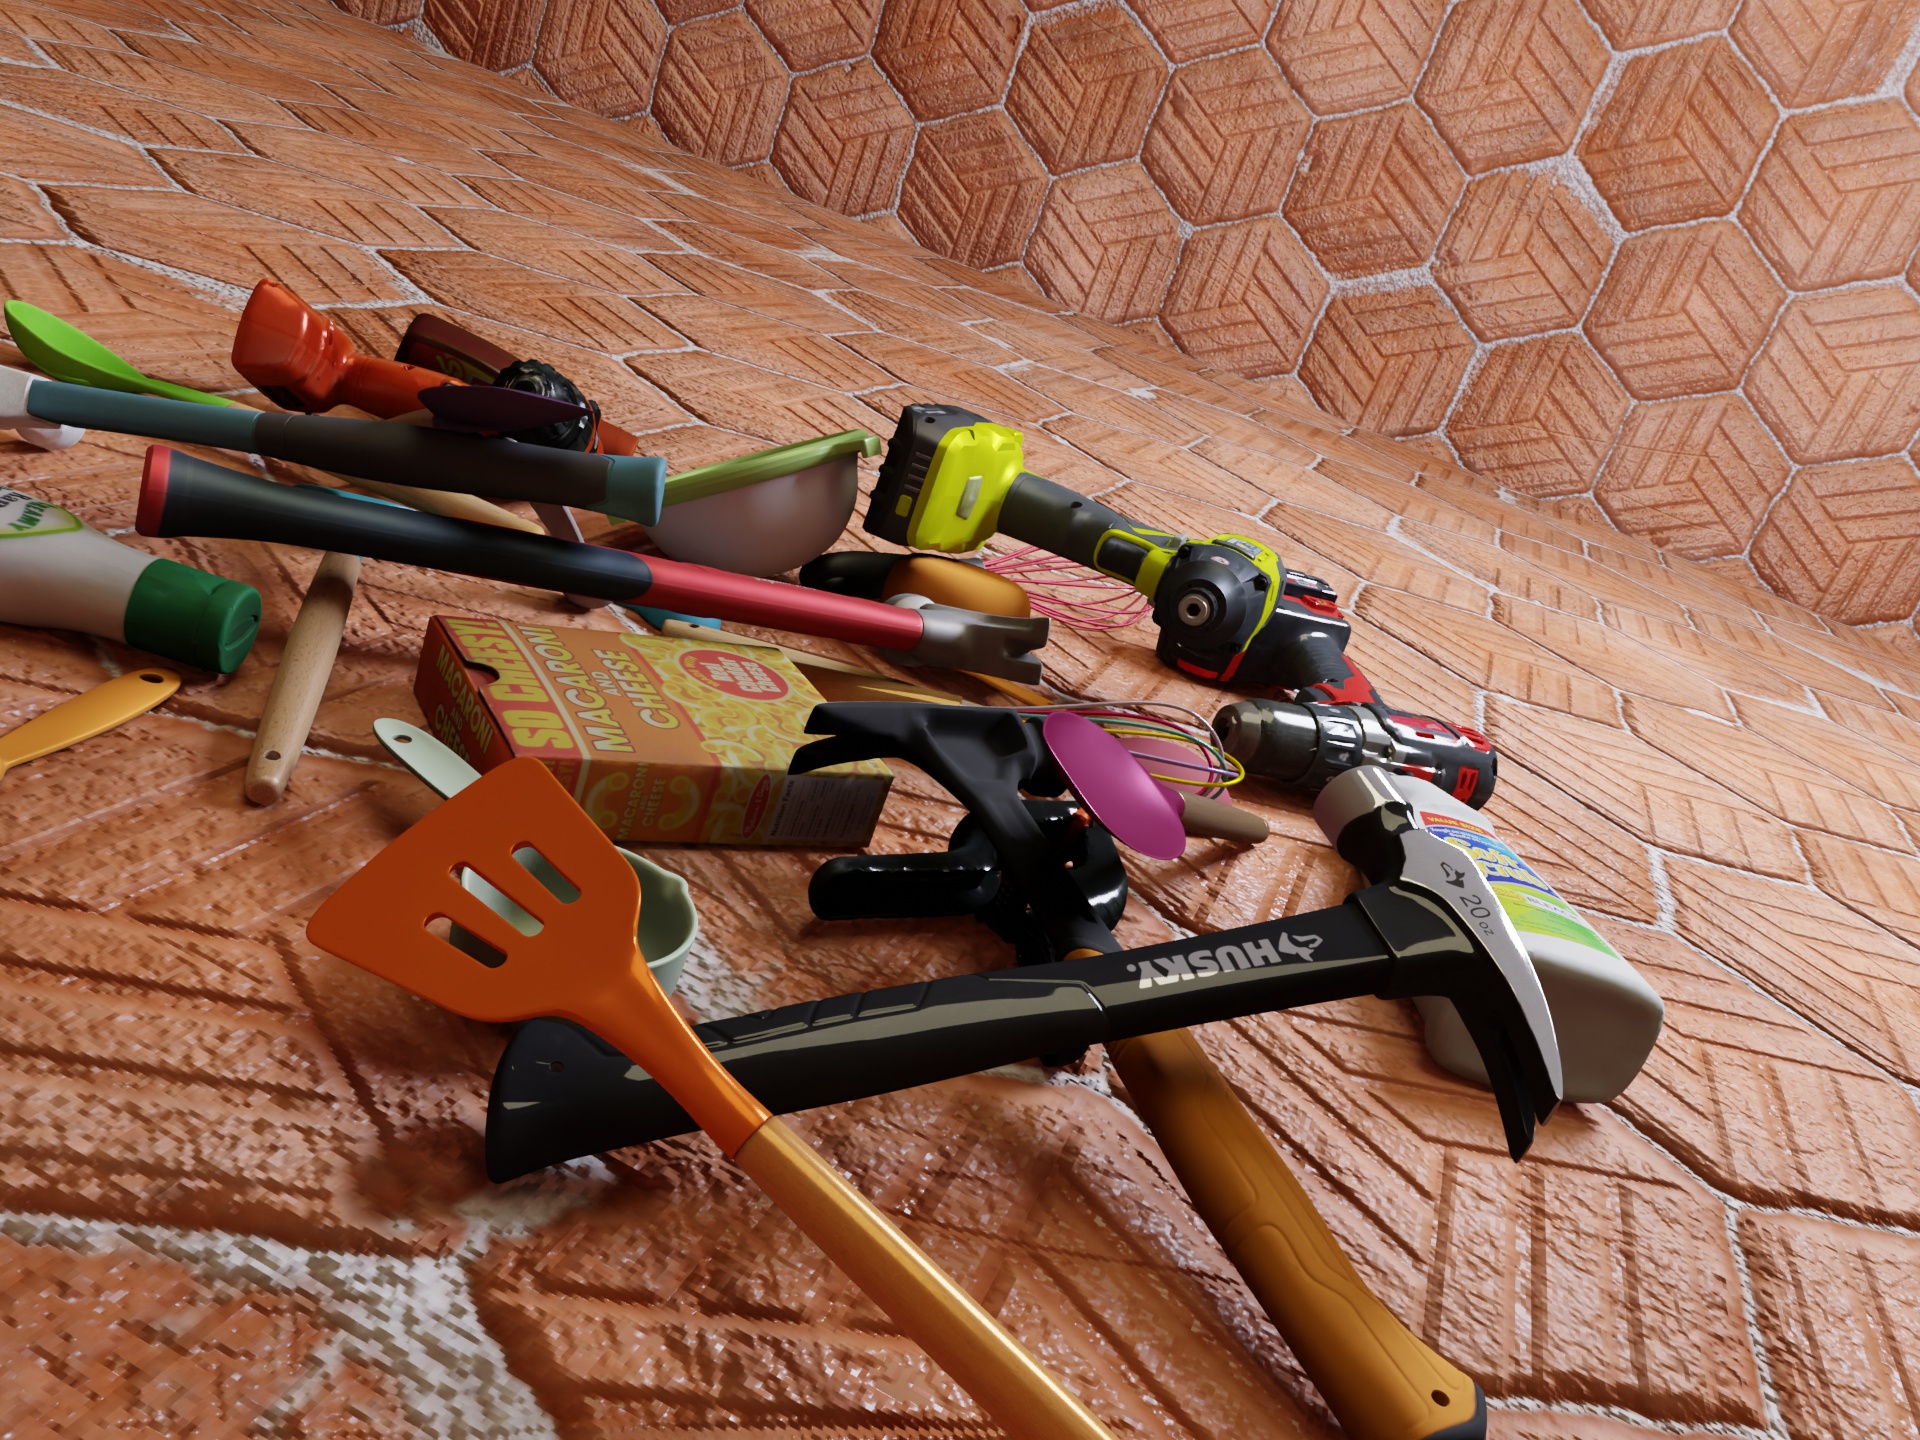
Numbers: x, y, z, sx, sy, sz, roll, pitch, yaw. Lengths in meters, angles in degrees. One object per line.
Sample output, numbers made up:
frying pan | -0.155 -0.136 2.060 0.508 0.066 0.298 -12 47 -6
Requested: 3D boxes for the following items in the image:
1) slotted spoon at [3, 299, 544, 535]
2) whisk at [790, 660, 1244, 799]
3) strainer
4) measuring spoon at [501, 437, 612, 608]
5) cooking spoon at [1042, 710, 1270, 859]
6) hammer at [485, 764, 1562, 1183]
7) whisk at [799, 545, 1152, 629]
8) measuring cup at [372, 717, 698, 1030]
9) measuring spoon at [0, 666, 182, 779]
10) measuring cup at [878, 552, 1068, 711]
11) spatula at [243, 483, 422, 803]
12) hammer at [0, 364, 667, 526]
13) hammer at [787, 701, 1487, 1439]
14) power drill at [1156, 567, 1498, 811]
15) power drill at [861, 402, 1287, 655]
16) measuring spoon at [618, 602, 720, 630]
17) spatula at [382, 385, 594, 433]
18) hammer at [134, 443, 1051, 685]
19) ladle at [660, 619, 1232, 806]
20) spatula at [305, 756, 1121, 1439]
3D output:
slotted spoon | -0.360 -0.150 0.831 0.314 0.031 0.070 22 5 6
whisk | 0.020 0.003 0.791 0.245 0.051 0.047 12 53 0
strainer | -0.126 -0.125 0.962 0.151 0.069 0.256 -16 11 -6
measuring spoon | -0.198 -0.091 0.769 0.034 0.124 0.018 12 62 17
cooking spoon | 0.097 0.040 0.692 0.069 0.017 0.318 56 15 19
hammer | 0.027 0.093 0.487 0.334 0.035 0.146 -7 44 -20
whisk | 0.025 -0.092 1.023 0.295 0.073 0.073 -4 32 -37
measuring cup | -0.158 0.051 0.539 0.168 0.038 0.083 33 25 34
measuring spoon | -0.312 -0.003 0.559 0.021 0.011 0.117 22 21 2
measuring cup | 0.018 -0.050 0.880 0.095 0.052 0.174 9 14 -34
spatula | -0.273 -0.048 0.692 0.082 0.044 0.318 15 27 -19
hammer | -0.289 -0.123 0.697 0.331 0.033 0.128 9 0 3
hammer | 0.055 0.105 0.544 0.127 0.034 0.337 4 35 -35
power drill | 0.204 -0.021 0.992 0.187 0.080 0.227 10 27 -26
power drill | 0.068 -0.103 0.891 0.223 0.080 0.171 24 15 12
measuring spoon | -0.185 -0.077 0.838 0.128 0.021 0.042 23 21 2
spatula | -0.256 -0.142 0.762 0.059 0.018 0.316 8 0 -33
hammer | -0.148 -0.063 0.703 0.386 0.038 0.143 9 3 -30
ladle | -0.001 -0.003 0.826 0.315 0.031 0.069 16 23 -7
spatula | -0.036 0.126 0.410 0.323 0.041 0.081 41 62 11
